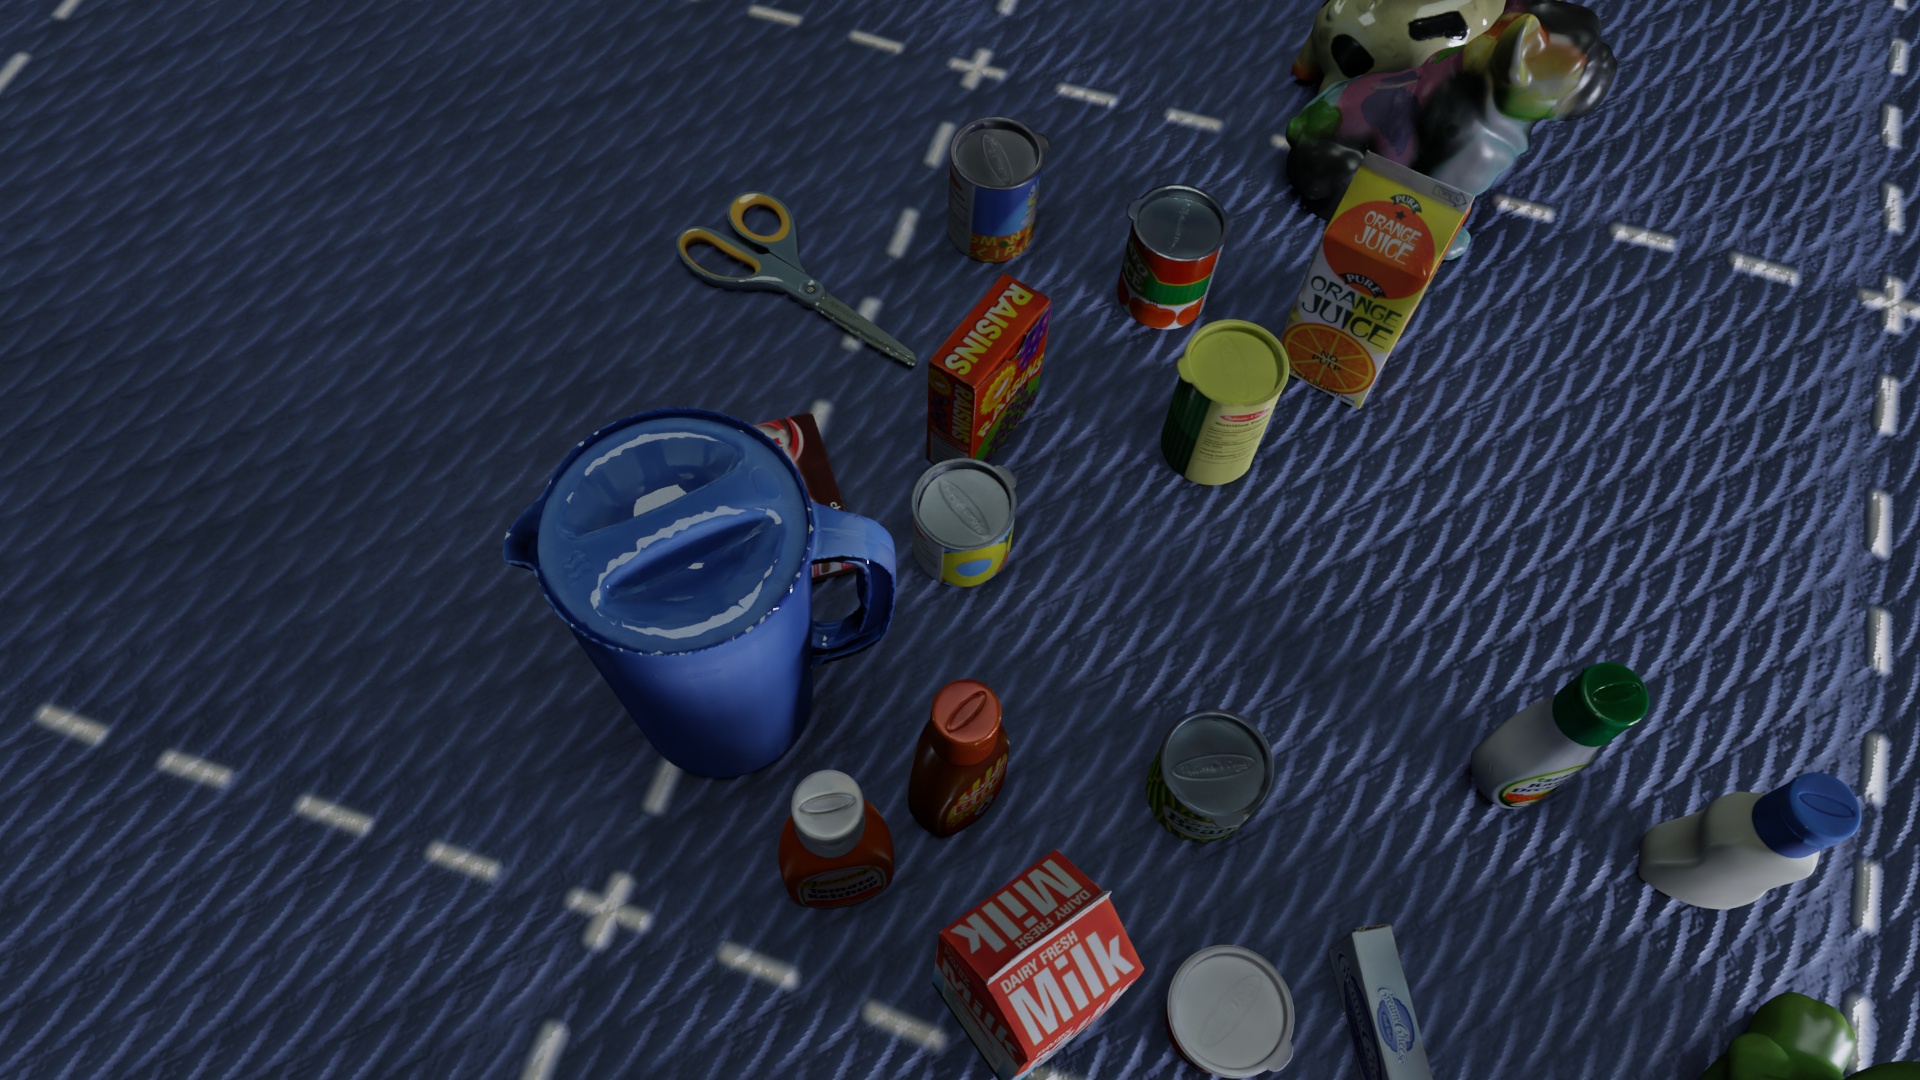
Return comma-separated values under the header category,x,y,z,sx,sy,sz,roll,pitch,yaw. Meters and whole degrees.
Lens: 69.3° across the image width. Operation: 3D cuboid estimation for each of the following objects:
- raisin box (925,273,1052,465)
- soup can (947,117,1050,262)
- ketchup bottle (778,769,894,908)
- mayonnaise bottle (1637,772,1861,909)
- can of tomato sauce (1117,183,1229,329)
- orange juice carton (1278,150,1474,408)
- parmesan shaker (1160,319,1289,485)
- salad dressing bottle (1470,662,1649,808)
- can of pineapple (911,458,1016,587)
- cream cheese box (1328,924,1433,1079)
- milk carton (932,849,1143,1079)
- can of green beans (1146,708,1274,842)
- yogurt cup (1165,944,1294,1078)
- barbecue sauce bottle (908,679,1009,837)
category,x,y,z,sx,sy,sz,roll,pitch,yaw
raisin box,0.017,-0.102,0.905,0.040,0.123,0.086,33,67,14
soup can,0.027,-0.252,1.004,0.071,0.083,0.071,1,63,-2
ketchup bottle,-0.069,0.162,0.752,0.065,0.148,0.044,-10,64,-7
mayonnaise bottle,0.438,0.167,0.770,0.065,0.147,0.041,19,64,7
can of tomato sauce,0.147,-0.199,0.982,0.071,0.082,0.071,1,63,-2
orange juice carton,0.271,-0.177,0.914,0.072,0.191,0.073,29,66,12
parmesan shaker,0.169,-0.089,0.915,0.071,0.102,0.071,1,63,-2
salad dressing bottle,0.341,0.112,0.794,0.064,0.147,0.044,-12,64,-8
can of pineapple,0.003,-0.011,0.894,0.071,0.057,0.071,1,63,-2
cream cheese box,0.232,0.269,0.763,0.024,0.053,0.104,-6,63,-5
milk carton,0.036,0.218,0.704,0.072,0.189,0.073,-32,69,-17
can of green beans,0.146,0.140,0.823,0.071,0.057,0.071,1,63,-2
yogurt cup,0.144,0.261,0.763,0.072,0.053,0.072,1,63,-2
barbecue sauce bottle,0.000,0.120,0.777,0.044,0.148,0.065,41,69,17
